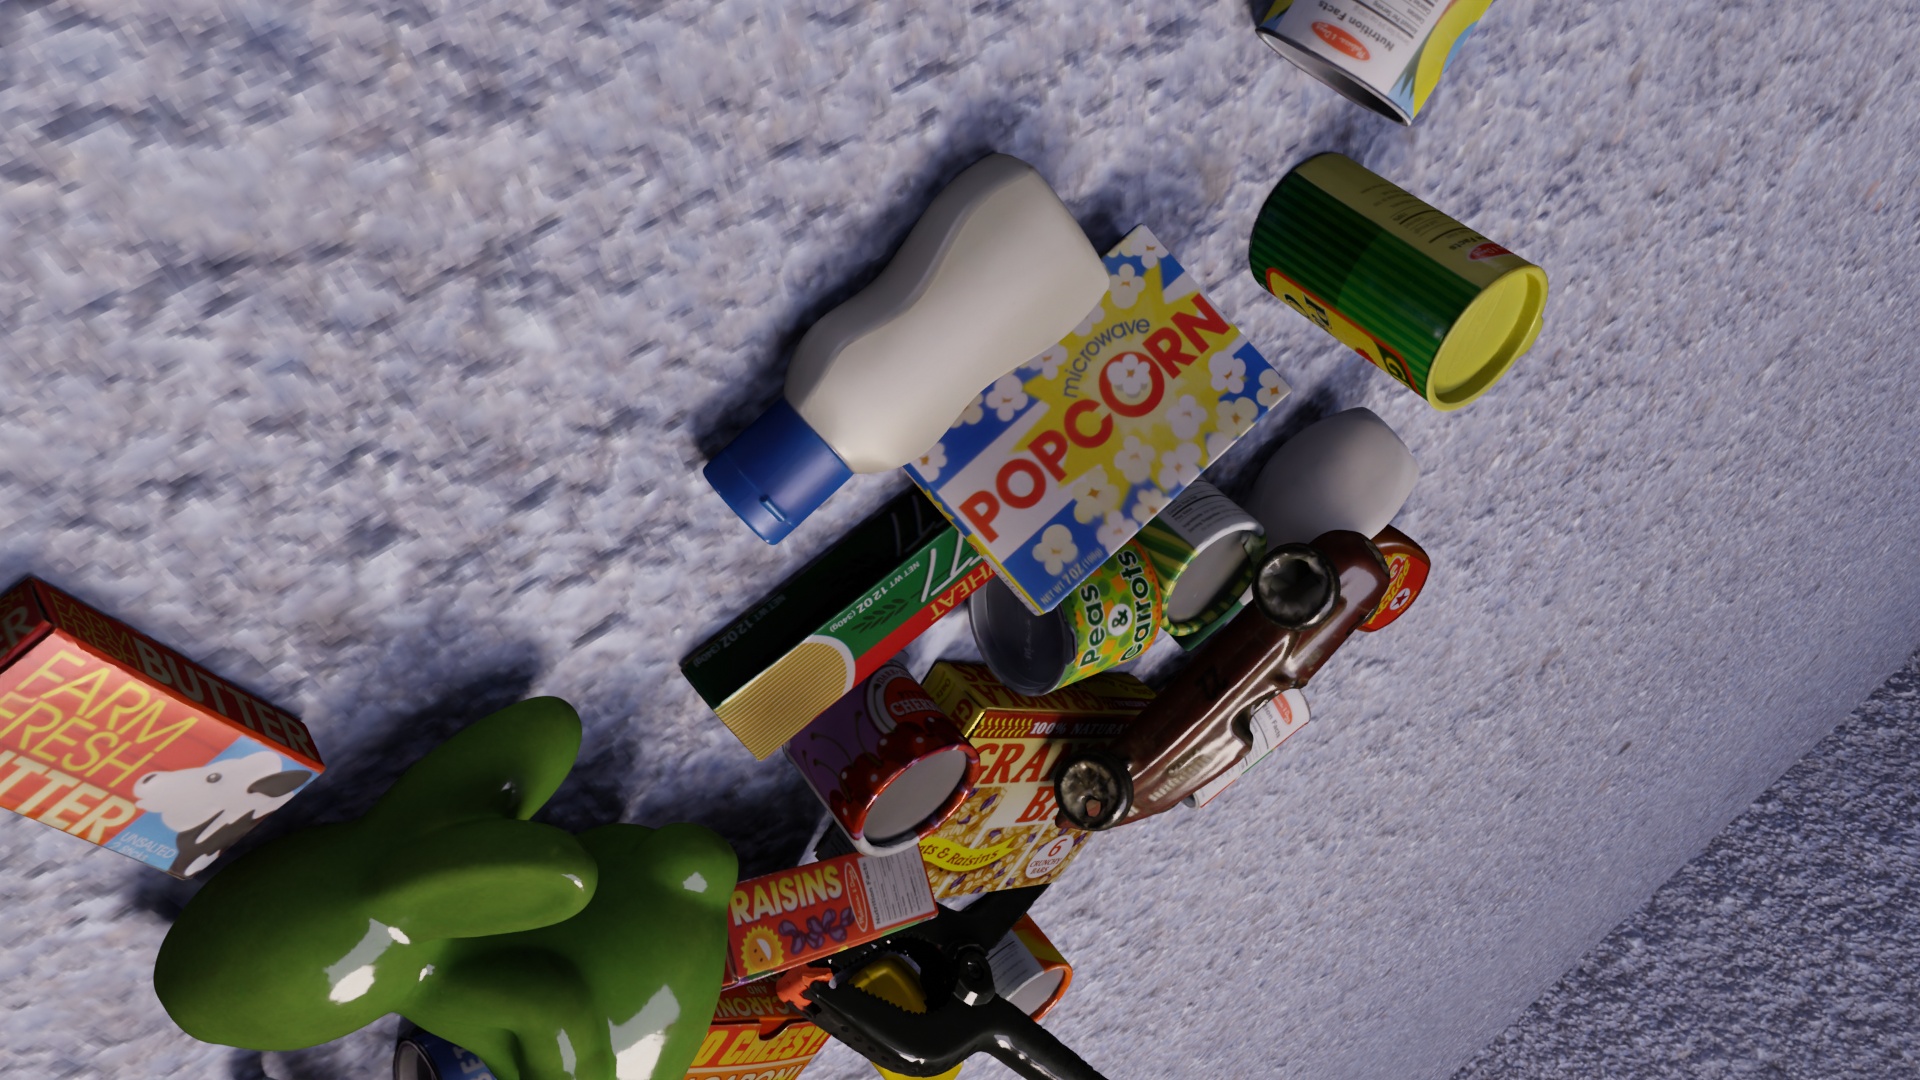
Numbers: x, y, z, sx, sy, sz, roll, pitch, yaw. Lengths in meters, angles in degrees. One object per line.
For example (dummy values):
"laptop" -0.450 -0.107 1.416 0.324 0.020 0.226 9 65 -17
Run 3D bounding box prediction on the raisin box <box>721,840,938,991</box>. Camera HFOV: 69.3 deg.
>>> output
"raisin box" -0.083 0.164 0.597 0.086 0.040 0.123 -23 165 35

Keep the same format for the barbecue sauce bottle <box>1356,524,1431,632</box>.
"barbecue sauce bottle" 0.215 0.012 0.785 0.148 0.044 0.064 19 112 -52

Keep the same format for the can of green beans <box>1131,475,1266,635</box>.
"can of green beans" 0.099 0.002 0.643 0.071 0.058 0.071 -27 141 -24

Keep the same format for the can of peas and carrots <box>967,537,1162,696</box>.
"can of peas and carrots" 0.047 0.029 0.608 0.059 0.071 0.070 -16 136 -36

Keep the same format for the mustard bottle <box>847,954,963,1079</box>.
"mustard bottle" -0.027 0.289 0.805 0.049 0.065 0.159 -32 149 -9

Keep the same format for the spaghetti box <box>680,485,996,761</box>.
"spaghetti box" 0.002 -0.007 0.562 0.250 0.029 0.050 -38 145 -10

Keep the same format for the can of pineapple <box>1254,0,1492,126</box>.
"can of pineapple" 0.149 -0.190 0.496 0.071 0.071 0.057 11 117 -50

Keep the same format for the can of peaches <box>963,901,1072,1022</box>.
"can of peaches" 0.025 0.253 0.822 0.071 0.058 0.070 -27 140 -24

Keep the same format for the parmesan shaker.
"parmesan shaker" 0.180 -0.108 0.576 0.071 0.103 0.071 -26 141 -24

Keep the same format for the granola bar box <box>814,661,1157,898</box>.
"granola bar box" 0.023 0.123 0.705 0.166 0.039 0.124 10 118 -50

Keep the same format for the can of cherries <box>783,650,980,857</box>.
"can of cherries" -0.032 0.091 0.600 0.072 0.058 0.071 -27 141 -24

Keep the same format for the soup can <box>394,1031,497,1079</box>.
"soup can" -0.179 0.223 0.574 0.084 0.071 0.071 -11 133 -39

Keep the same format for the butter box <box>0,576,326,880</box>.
"butter box" -0.235 0.056 0.388 0.053 0.024 0.103 -40 145 -6

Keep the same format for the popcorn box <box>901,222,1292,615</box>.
"popcorn box" 0.047 -0.044 0.519 0.127 0.085 0.038 -42 180 -5

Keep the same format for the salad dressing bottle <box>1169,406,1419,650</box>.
"salad dressing bottle" 0.160 -0.004 0.702 0.147 0.064 0.044 -40 165 7

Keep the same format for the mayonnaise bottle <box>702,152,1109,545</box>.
"mayonnaise bottle" -0.021 -0.061 0.470 0.148 0.041 0.064 -42 124 -2

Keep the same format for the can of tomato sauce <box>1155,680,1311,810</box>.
"can of tomato sauce" 0.143 0.101 0.785 0.083 0.071 0.071 -36 144 -12

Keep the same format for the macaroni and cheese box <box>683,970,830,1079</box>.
"macaroni and cheese box" -0.149 0.284 0.691 0.166 0.040 0.123 -52 145 10
